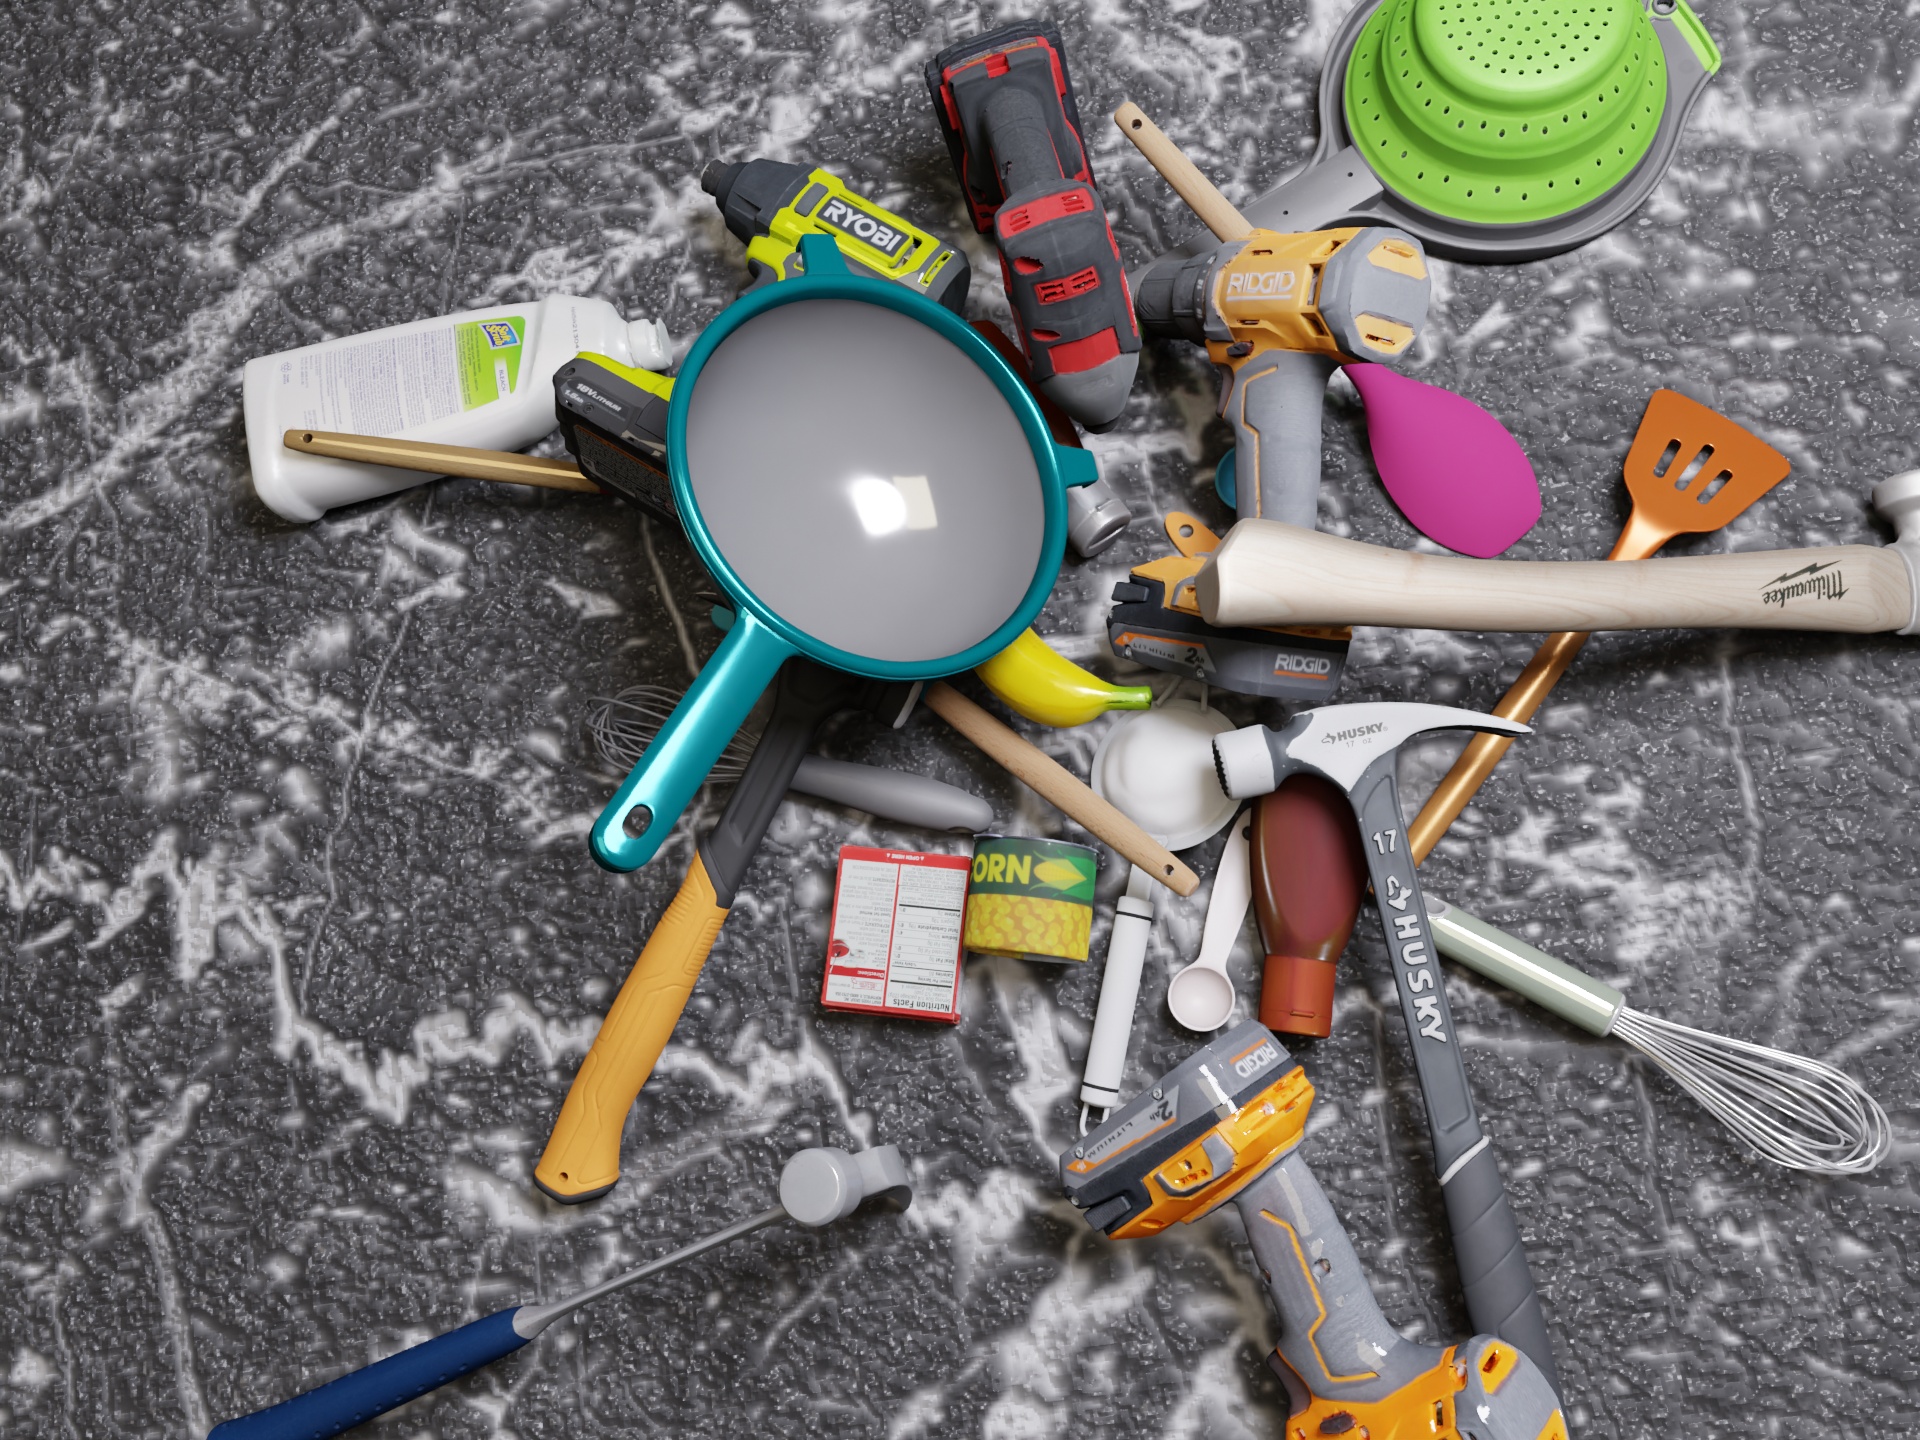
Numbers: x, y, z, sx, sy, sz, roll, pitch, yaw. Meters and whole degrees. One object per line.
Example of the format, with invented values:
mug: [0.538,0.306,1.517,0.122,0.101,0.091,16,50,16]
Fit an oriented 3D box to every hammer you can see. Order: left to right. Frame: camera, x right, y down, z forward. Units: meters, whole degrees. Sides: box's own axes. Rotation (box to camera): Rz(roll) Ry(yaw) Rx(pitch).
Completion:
hammer: [-0.207,0.302,0.808,0.405,0.144,0.035,-27,71,12]
hammer: [-0.148,0.100,0.846,0.127,0.034,0.337,26,92,2]
hammer: [0.239,0.188,0.758,0.149,0.036,0.409,-13,84,3]
hammer: [0.310,-0.051,0.753,0.410,0.038,0.146,-1,76,-13]

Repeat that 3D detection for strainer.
strainer: [-0.087,-0.061,0.775,0.211,0.095,0.340,37,62,-13]
strainer: [0.094,0.091,0.834,0.087,0.050,0.258,8,81,26]

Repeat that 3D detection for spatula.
spatula: [-0.001,-0.003,0.854,0.318,0.044,0.082,37,91,27]
spatula: [0.314,-0.036,0.835,0.081,0.041,0.322,36,89,15]

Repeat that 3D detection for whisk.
whisk: [-0.097,0.024,0.879,0.239,0.055,0.055,14,80,8]
whisk: [0.326,0.149,0.778,0.246,0.059,0.058,28,39,19]

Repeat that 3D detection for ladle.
ladle: [-0.234,-0.142,0.923,0.315,0.031,0.069,8,76,-1]

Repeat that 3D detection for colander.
colander: [0.233,-0.325,0.879,0.397,0.094,0.205,-30,74,2]

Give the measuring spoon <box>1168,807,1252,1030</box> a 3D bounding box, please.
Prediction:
measuring spoon: [0.139,0.104,0.838,0.034,0.018,0.124,17,73,11]

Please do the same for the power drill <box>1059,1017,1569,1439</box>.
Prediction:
power drill: [0.148,0.274,0.744,0.164,0.084,0.227,-47,70,33]

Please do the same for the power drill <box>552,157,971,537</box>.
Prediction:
power drill: [-0.122,-0.219,0.904,0.171,0.080,0.223,30,68,9]

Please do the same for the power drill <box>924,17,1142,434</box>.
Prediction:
power drill: [0.046,-0.263,0.855,0.078,0.143,0.220,-17,51,7]

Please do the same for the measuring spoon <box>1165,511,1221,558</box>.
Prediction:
measuring spoon: [0.155,-0.076,0.876,0.021,0.011,0.117,-42,74,-2]

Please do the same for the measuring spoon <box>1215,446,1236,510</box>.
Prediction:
measuring spoon: [0.178,-0.173,0.889,0.042,0.021,0.129,15,81,23]

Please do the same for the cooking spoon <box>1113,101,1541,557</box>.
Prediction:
cooking spoon: [0.194,-0.216,0.862,0.068,0.017,0.319,-43,87,12]

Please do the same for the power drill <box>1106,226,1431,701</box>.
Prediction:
power drill: [0.139,-0.137,0.819,0.185,0.084,0.226,23,106,56]
